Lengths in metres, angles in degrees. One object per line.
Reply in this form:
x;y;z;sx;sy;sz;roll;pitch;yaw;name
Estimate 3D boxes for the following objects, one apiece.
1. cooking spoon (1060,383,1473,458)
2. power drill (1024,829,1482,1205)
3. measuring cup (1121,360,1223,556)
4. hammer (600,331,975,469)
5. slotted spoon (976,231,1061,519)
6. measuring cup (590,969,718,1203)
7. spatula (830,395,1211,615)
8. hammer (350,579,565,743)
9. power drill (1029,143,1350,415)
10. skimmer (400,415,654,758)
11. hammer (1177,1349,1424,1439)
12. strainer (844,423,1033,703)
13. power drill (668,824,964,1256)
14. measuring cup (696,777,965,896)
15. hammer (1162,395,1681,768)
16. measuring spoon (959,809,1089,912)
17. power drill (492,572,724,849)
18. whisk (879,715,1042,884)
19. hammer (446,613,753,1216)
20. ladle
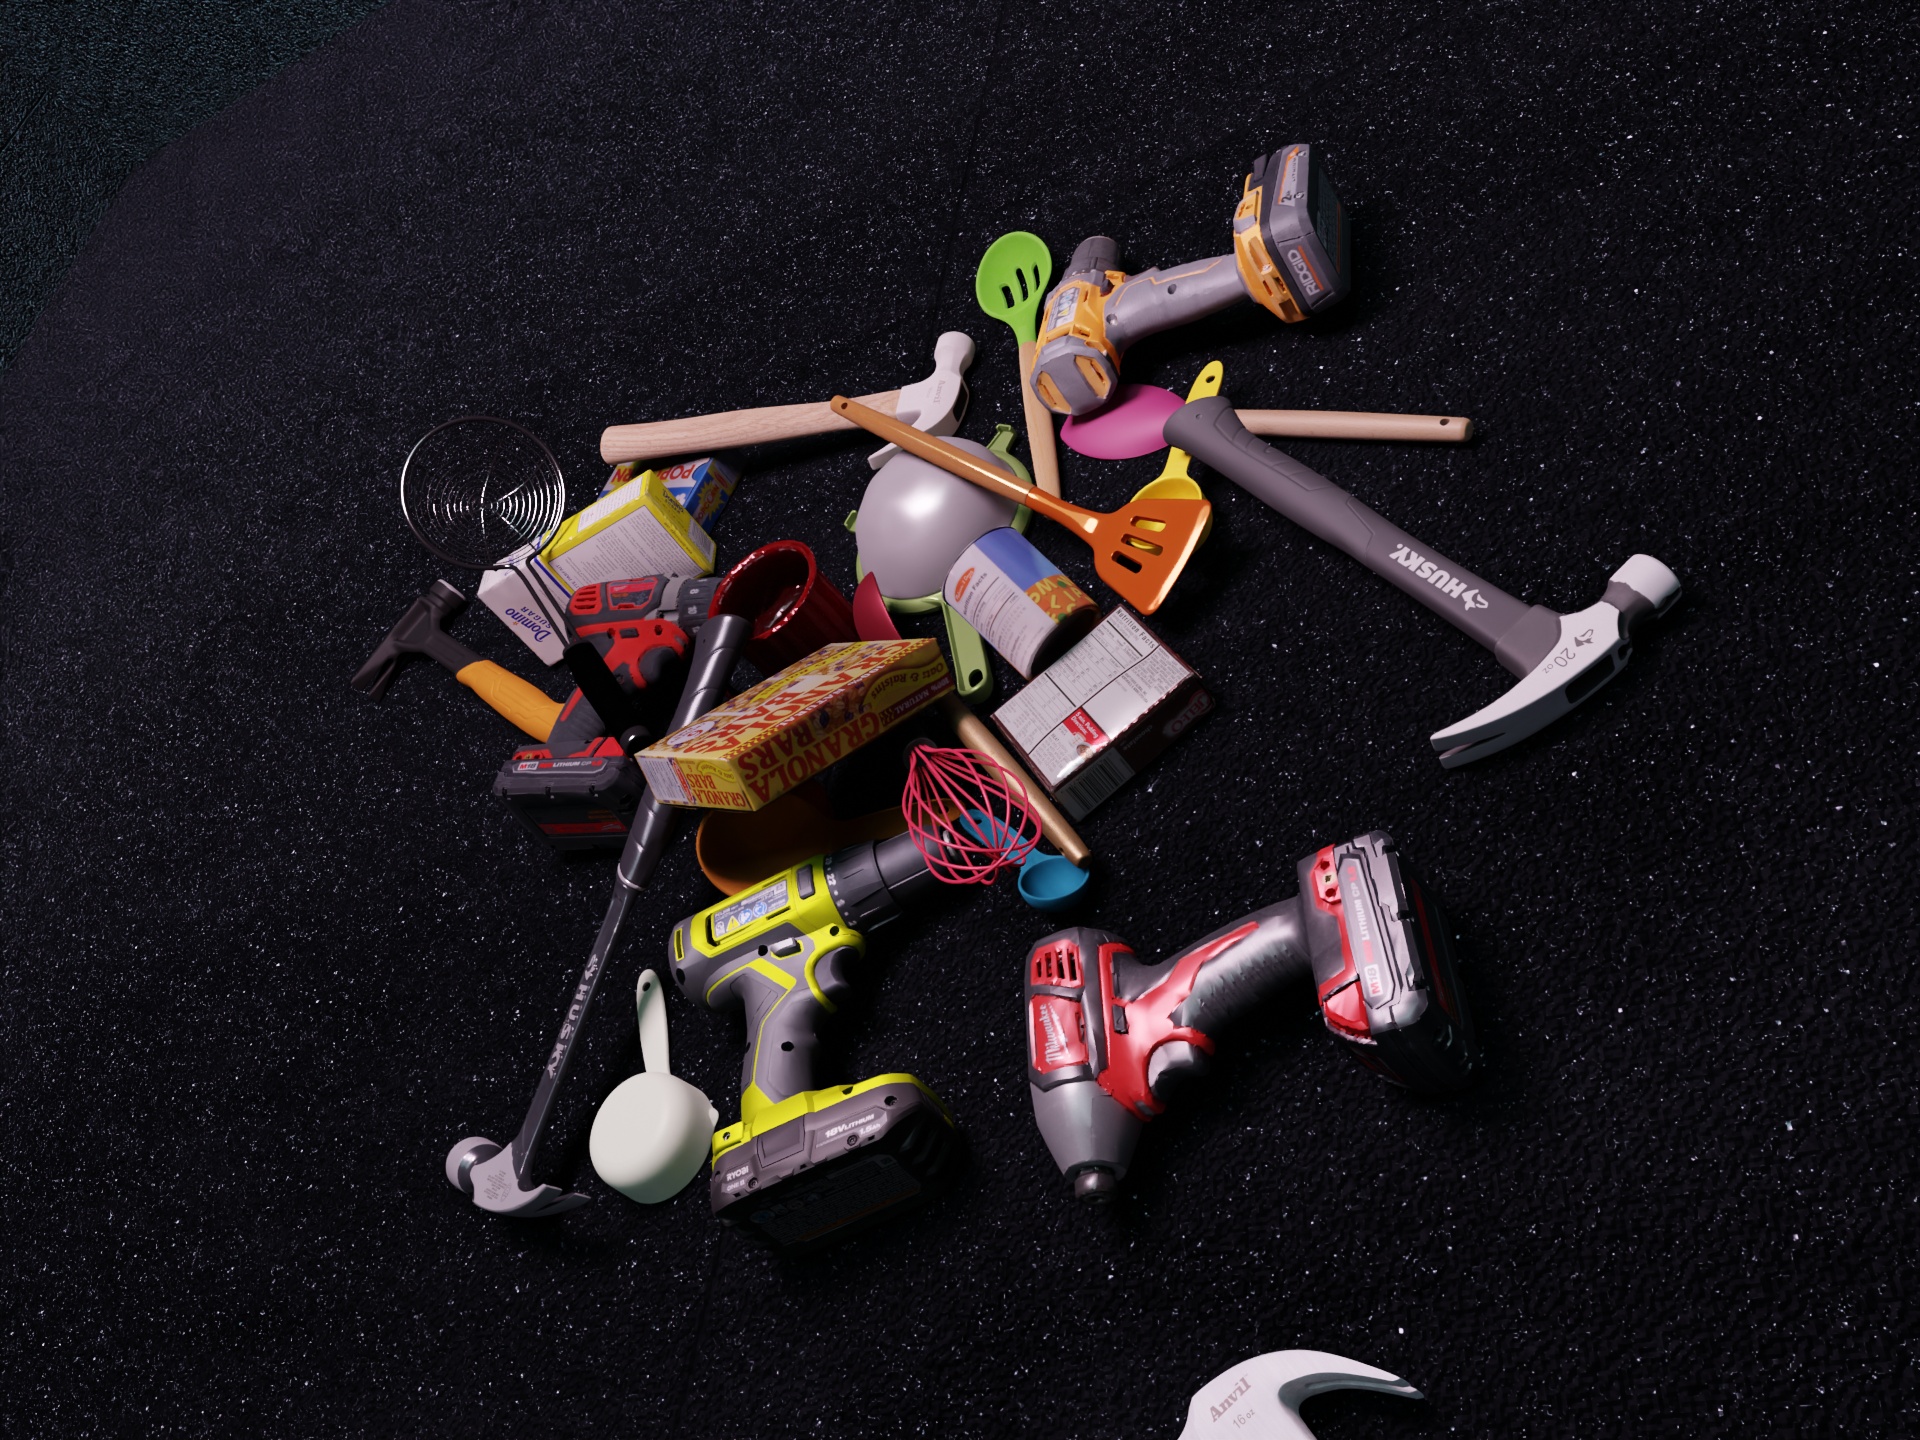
0.192;-0.199;1.060;0.319;0.017;0.069;13;66;43;cooking spoon
0.132;0.151;0.788;0.219;0.078;0.143;-23;46;25;power drill
0.153;-0.171;1.056;0.062;0.029;0.157;1;60;38;measuring cup
-0.151;-0.241;1.303;0.331;0.031;0.130;-3;56;23;hammer
0.053;-0.265;1.212;0.070;0.031;0.314;-27;47;25;slotted spoon
-0.201;0.221;1.005;0.083;0.038;0.168;-30;46;14;measuring cup
0.026;-0.163;1.071;0.323;0.041;0.081;30;92;30;spatula
-0.413;-0.030;1.368;0.337;0.034;0.127;24;73;45;hammer
0.160;-0.322;1.138;0.226;0.084;0.185;-19;38;30;power drill
-0.313;-0.105;1.181;0.127;0.090;0.364;-24;46;-19;skimmer
0.195;0.376;0.589;0.128;0.033;0.331;-45;43;0;hammer
-0.019;-0.117;1.115;0.151;0.069;0.257;-28;43;16;strainer
-0.073;0.171;0.923;0.190;0.080;0.229;-26;43;11;power drill
-0.083;0.062;1.029;0.173;0.095;0.052;-11;26;2;measuring cup
0.230;-0.104;0.921;0.146;0.035;0.335;-44;48;-1;hammer
0.035;0.085;0.956;0.042;0.021;0.129;-26;29;-19;measuring spoon
-0.233;-0.019;1.191;0.188;0.080;0.227;-3;52;22;power drill
-0.020;0.028;0.969;0.073;0.073;0.296;-43;24;0;whisk
-0.218;0.119;1.028;0.149;0.036;0.409;0;67;54;hammer
-0.002;-0.003;1.021;0.031;0.069;0.316;-26;43;-15;ladle
